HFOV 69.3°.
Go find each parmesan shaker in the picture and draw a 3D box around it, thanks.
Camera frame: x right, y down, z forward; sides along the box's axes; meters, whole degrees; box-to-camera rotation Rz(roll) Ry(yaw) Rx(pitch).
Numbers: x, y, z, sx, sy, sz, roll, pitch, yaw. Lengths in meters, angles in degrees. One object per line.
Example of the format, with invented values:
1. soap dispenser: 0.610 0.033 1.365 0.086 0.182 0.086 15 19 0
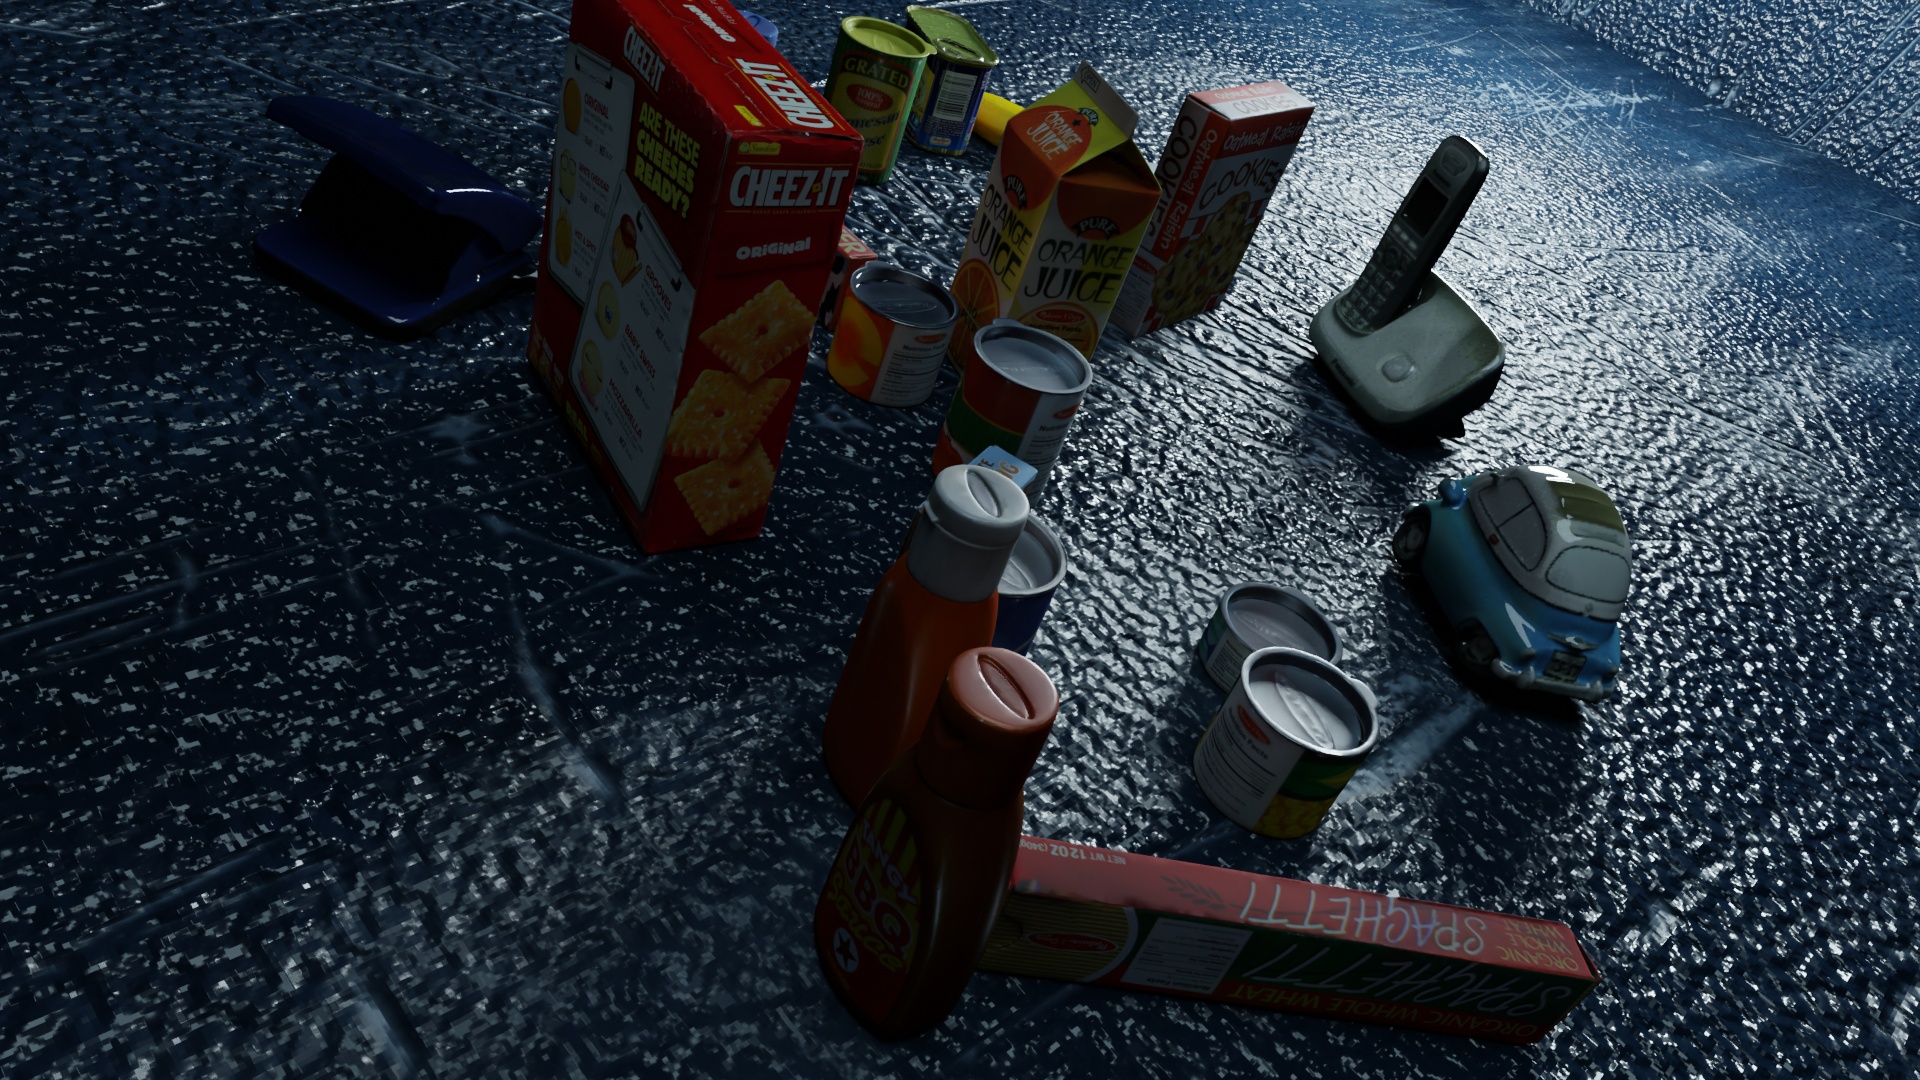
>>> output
1. parmesan shaker: -0.066 -0.322 1.025 0.071 0.102 0.072 14 36 -10

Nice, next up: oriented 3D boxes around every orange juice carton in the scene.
1. orange juice carton: 0.055 -0.180 0.825 0.073 0.191 0.072 -1 41 -28

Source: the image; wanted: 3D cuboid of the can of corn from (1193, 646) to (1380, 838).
1. can of corn: 0.149 0.092 0.633 0.071 0.058 0.071 14 36 -10

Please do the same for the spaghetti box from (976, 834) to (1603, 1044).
1. spaghetti box: 0.127 0.158 0.542 0.250 0.050 0.029 12 36 -13

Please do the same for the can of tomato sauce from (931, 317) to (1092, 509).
1. can of tomato sauce: 0.025 -0.067 0.756 0.071 0.082 0.071 14 36 -10

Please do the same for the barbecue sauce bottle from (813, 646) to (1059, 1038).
1. barbecue sauce bottle: -0.008 0.100 0.465 0.044 0.147 0.065 -9 45 -35

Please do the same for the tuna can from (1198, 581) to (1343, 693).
1. tuna can: 0.158 0.054 0.709 0.071 0.032 0.071 14 36 -10

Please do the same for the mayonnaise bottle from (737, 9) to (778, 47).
1. mayonnaise bottle: -0.144 -0.244 0.844 0.041 0.147 0.065 21 35 -1

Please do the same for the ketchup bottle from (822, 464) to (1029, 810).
1. ketchup bottle: -0.014 0.039 0.541 0.043 0.148 0.065 0 40 -27

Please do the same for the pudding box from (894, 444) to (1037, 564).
1. pudding box: 0.002 -0.009 0.697 0.030 0.049 0.084 31 37 13

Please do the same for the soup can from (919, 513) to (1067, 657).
1. soup can: 0.000 0.032 0.612 0.071 0.083 0.072 14 36 -10

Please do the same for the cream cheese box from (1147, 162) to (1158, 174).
1. cream cheese box: 0.108 -0.277 1.098 0.104 0.053 0.024 3 39 -24

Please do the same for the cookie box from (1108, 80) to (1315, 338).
1. cookie box: 0.171 -0.234 0.976 0.040 0.166 0.123 39 39 23

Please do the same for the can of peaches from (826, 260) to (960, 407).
1. can of peaches: -0.041 -0.121 0.813 0.071 0.057 0.071 14 36 -10

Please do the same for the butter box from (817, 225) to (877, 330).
1. butter box: -0.095 -0.181 0.869 0.024 0.052 0.104 -15 49 -40
